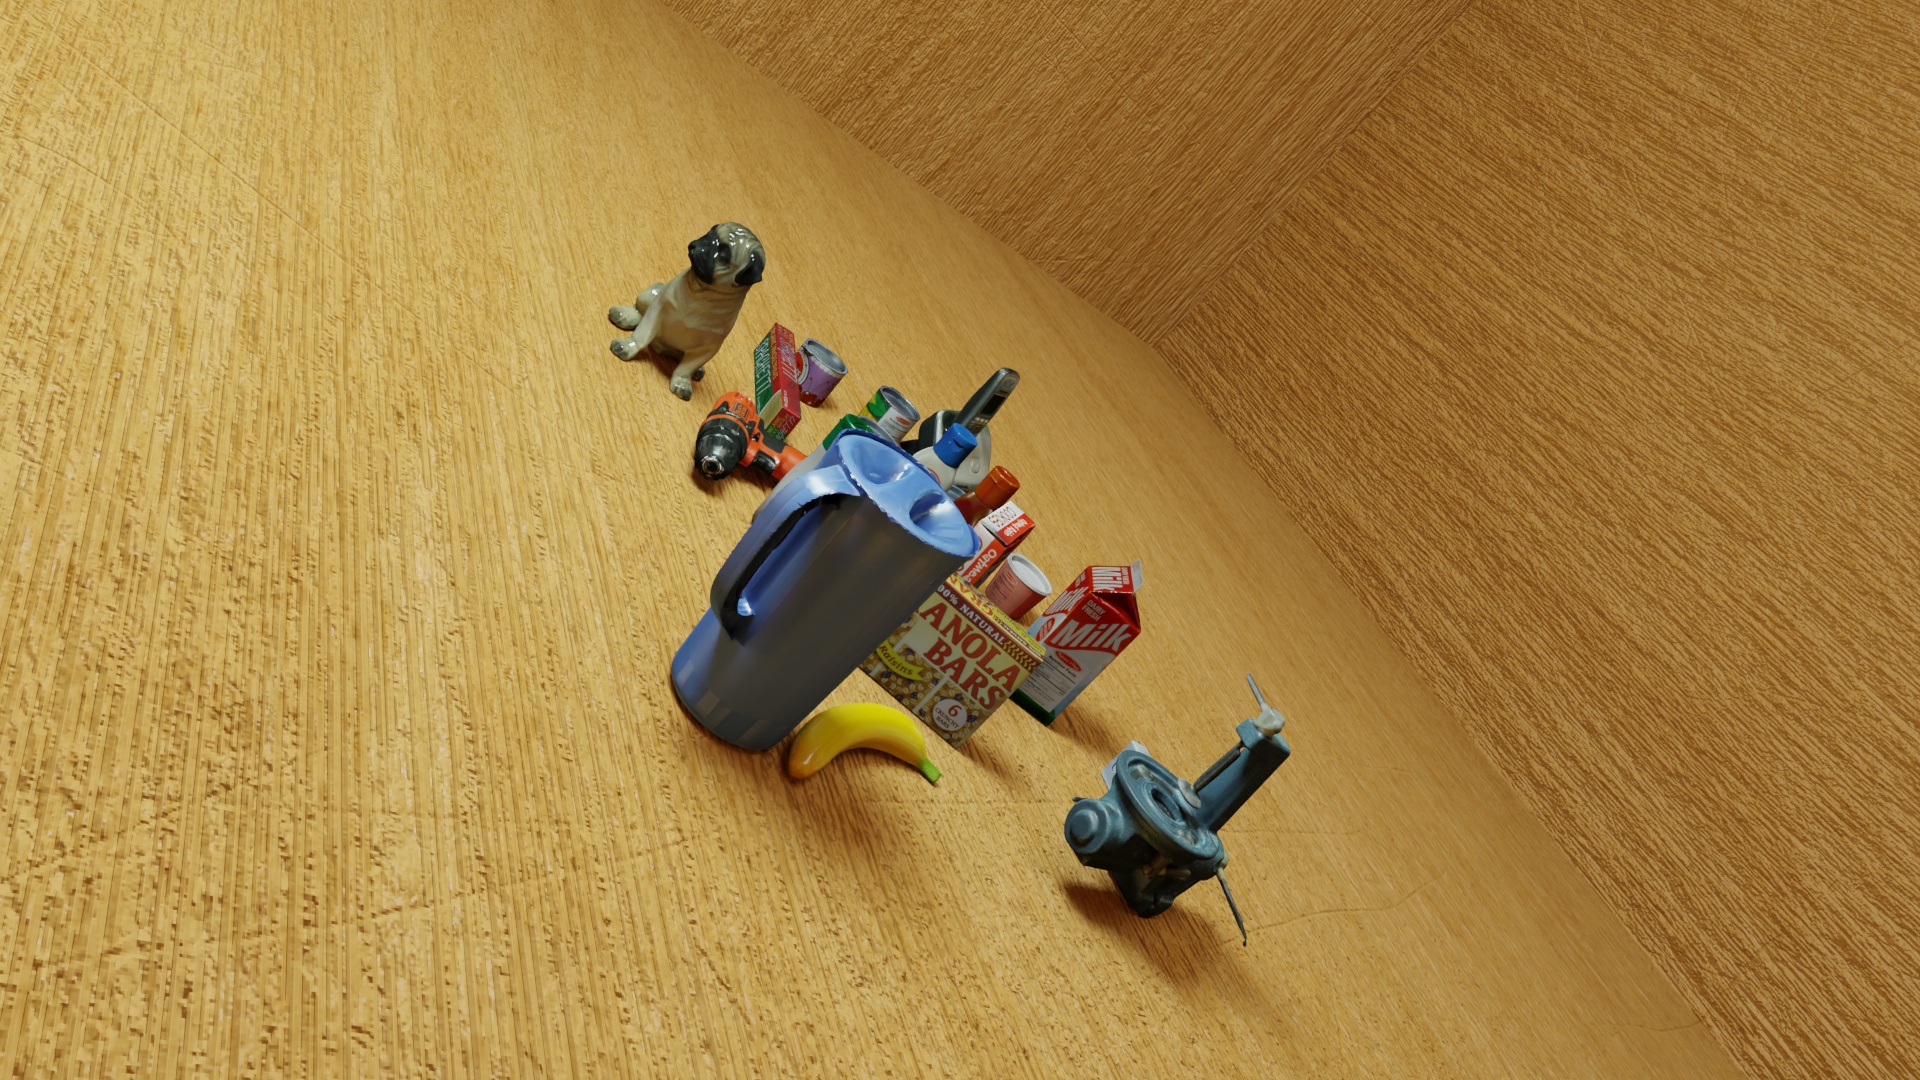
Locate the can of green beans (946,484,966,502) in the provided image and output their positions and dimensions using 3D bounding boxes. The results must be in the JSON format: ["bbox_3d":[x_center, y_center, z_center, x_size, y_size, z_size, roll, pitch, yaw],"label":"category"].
[{"bbox_3d":[-0.016,-0.027,1.670,0.071,0.057,0.071,37,19,-15],"label":"can of green beans"}]

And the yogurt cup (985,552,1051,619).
[{"bbox_3d":[0.067,0.057,1.654,0.072,0.053,0.073,37,19,-15],"label":"yogurt cup"}]

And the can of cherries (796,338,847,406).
[{"bbox_3d":[-0.186,-0.210,1.732,0.071,0.058,0.072,37,19,-15],"label":"can of cherries"}]

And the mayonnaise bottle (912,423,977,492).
[{"bbox_3d":[-0.041,-0.068,1.569,0.065,0.147,0.041,40,18,-6],"label":"mayonnaise bottle"}]

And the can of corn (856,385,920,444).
[{"bbox_3d":[-0.096,-0.159,1.797,0.071,0.058,0.071,37,19,-15],"label":"can of corn"}]

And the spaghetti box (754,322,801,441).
[{"bbox_3d":[-0.217,-0.186,1.634,0.028,0.050,0.251,33,21,-25],"label":"spaghetti box"}]

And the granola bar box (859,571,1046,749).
[{"bbox_3d":[-0.023,0.095,1.287,0.165,0.124,0.039,41,18,-4],"label":"granola bar box"}]

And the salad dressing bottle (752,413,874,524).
[{"bbox_3d":[-0.142,-0.059,1.352,0.044,0.147,0.064,48,19,16],"label":"salad dressing bottle"}]

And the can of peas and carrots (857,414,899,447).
[{"bbox_3d":[-0.115,-0.104,1.640,0.071,0.058,0.071,37,19,-15],"label":"can of peas and carrots"}]

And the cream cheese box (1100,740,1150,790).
[{"bbox_3d":[0.185,0.262,1.441,0.024,0.053,0.104,30,22,-32],"label":"cream cheese box"}]

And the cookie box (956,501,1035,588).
[{"bbox_3d":[-0.004,0.041,1.376,0.040,0.167,0.123,44,19,4],"label":"cookie box"}]

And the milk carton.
[{"bbox_3d":[0.127,0.098,1.473,0.073,0.190,0.072,38,19,-11],"label":"milk carton"}]

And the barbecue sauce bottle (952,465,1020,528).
[{"bbox_3d":[0.006,-0.019,1.555,0.043,0.148,0.065,16,32,-53],"label":"barbecue sauce bottle"}]
